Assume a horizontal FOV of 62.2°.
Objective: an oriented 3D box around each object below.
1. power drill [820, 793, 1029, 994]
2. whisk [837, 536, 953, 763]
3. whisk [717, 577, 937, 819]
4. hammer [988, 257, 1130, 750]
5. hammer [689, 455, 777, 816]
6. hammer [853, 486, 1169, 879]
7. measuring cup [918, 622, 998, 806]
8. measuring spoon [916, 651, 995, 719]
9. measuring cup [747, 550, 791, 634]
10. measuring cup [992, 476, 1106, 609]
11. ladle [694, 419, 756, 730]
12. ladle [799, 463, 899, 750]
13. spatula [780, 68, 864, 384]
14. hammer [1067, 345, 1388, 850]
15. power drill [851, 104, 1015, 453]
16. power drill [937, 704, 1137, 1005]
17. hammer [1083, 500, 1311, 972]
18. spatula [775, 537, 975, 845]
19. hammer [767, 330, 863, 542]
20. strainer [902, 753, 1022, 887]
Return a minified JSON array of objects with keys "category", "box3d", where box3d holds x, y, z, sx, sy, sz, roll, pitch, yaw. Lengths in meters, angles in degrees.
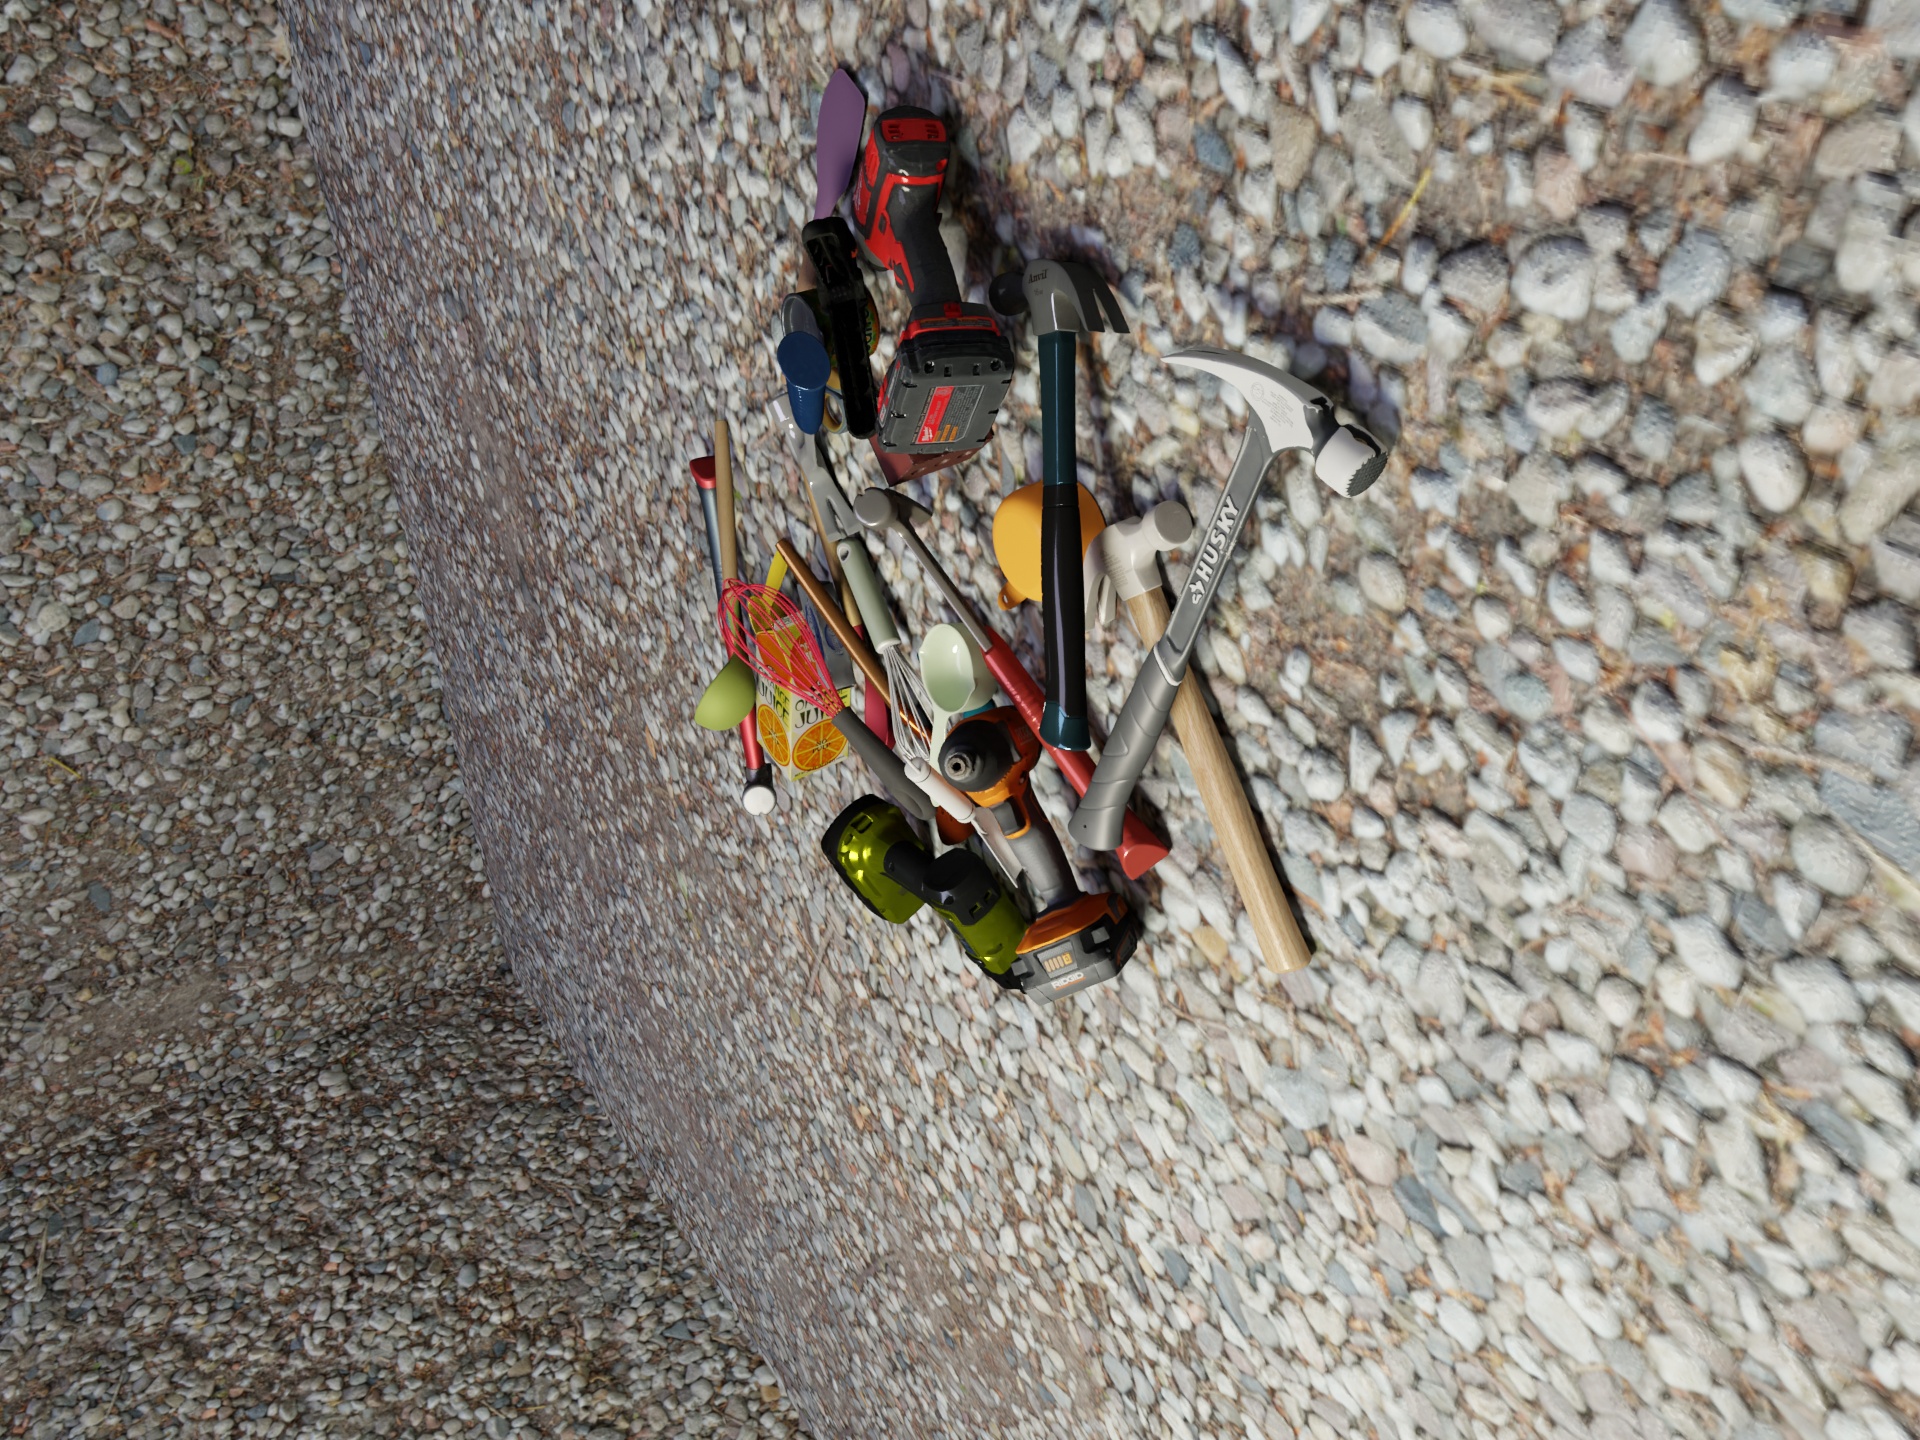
[{"category":"power drill","box3d":[-0.021,0.164,1.477,0.223,0.080,0.171,26,155,50]},{"category":"whisk","box3d":[-0.061,-0.060,1.435,0.058,0.059,0.246,-37,67,38]},{"category":"whisk","box3d":[-0.124,-0.020,1.470,0.296,0.073,0.073,48,150,6]},{"category":"hammer","box3d":[0.067,-0.145,1.078,0.128,0.033,0.331,7,100,60]},{"category":"hammer","box3d":[-0.248,-0.097,1.743,0.143,0.038,0.386,-117,19,-73]},{"category":"hammer","box3d":[0.044,-0.032,1.246,0.359,0.036,0.149,54,-169,9]},{"category":"measuring cup","box3d":[-0.002,-0.004,1.355,0.083,0.038,0.167,34,126,47]},{"category":"measuring spoon","box3d":[-0.010,-0.023,1.401,0.129,0.021,0.042,43,144,40]},{"category":"measuring cup","box3d":[-0.185,-0.134,1.637,0.062,0.029,0.156,58,148,20]},{"category":"measuring cup","box3d":[0.047,-0.116,1.199,0.095,0.052,0.173,63,150,10]},{"category":"ladle","box3d":[-0.246,-0.149,1.612,0.078,0.062,0.320,68,-163,-81]},{"category":"ladle","box3d":[-0.109,-0.115,1.511,0.069,0.031,0.315,3,110,67]},{"category":"spatula","box3d":[-0.122,-0.402,1.337,0.060,0.018,0.315,57,149,23]},{"category":"hammer","box3d":[0.137,-0.055,1.035,0.149,0.036,0.408,47,141,26]},{"category":"power drill","box3d":[-0.031,-0.307,1.135,0.143,0.078,0.220,120,141,-64]},{"category":"power drill","box3d":[0.052,0.100,1.243,0.226,0.084,0.164,66,-163,2]},{"category":"hammer","box3d":[0.167,0.018,1.103,0.130,0.031,0.331,-20,92,62]},{"category":"spatula","box3d":[-0.079,-0.030,1.466,0.322,0.041,0.081,54,153,-1]},{"category":"hammer","box3d":[-0.120,-0.236,1.282,0.405,0.035,0.144,171,74,-85]},{"category":"strainer","box3d":[0.008,0.078,1.327,0.087,0.050,0.258,56,-174,32]}]
